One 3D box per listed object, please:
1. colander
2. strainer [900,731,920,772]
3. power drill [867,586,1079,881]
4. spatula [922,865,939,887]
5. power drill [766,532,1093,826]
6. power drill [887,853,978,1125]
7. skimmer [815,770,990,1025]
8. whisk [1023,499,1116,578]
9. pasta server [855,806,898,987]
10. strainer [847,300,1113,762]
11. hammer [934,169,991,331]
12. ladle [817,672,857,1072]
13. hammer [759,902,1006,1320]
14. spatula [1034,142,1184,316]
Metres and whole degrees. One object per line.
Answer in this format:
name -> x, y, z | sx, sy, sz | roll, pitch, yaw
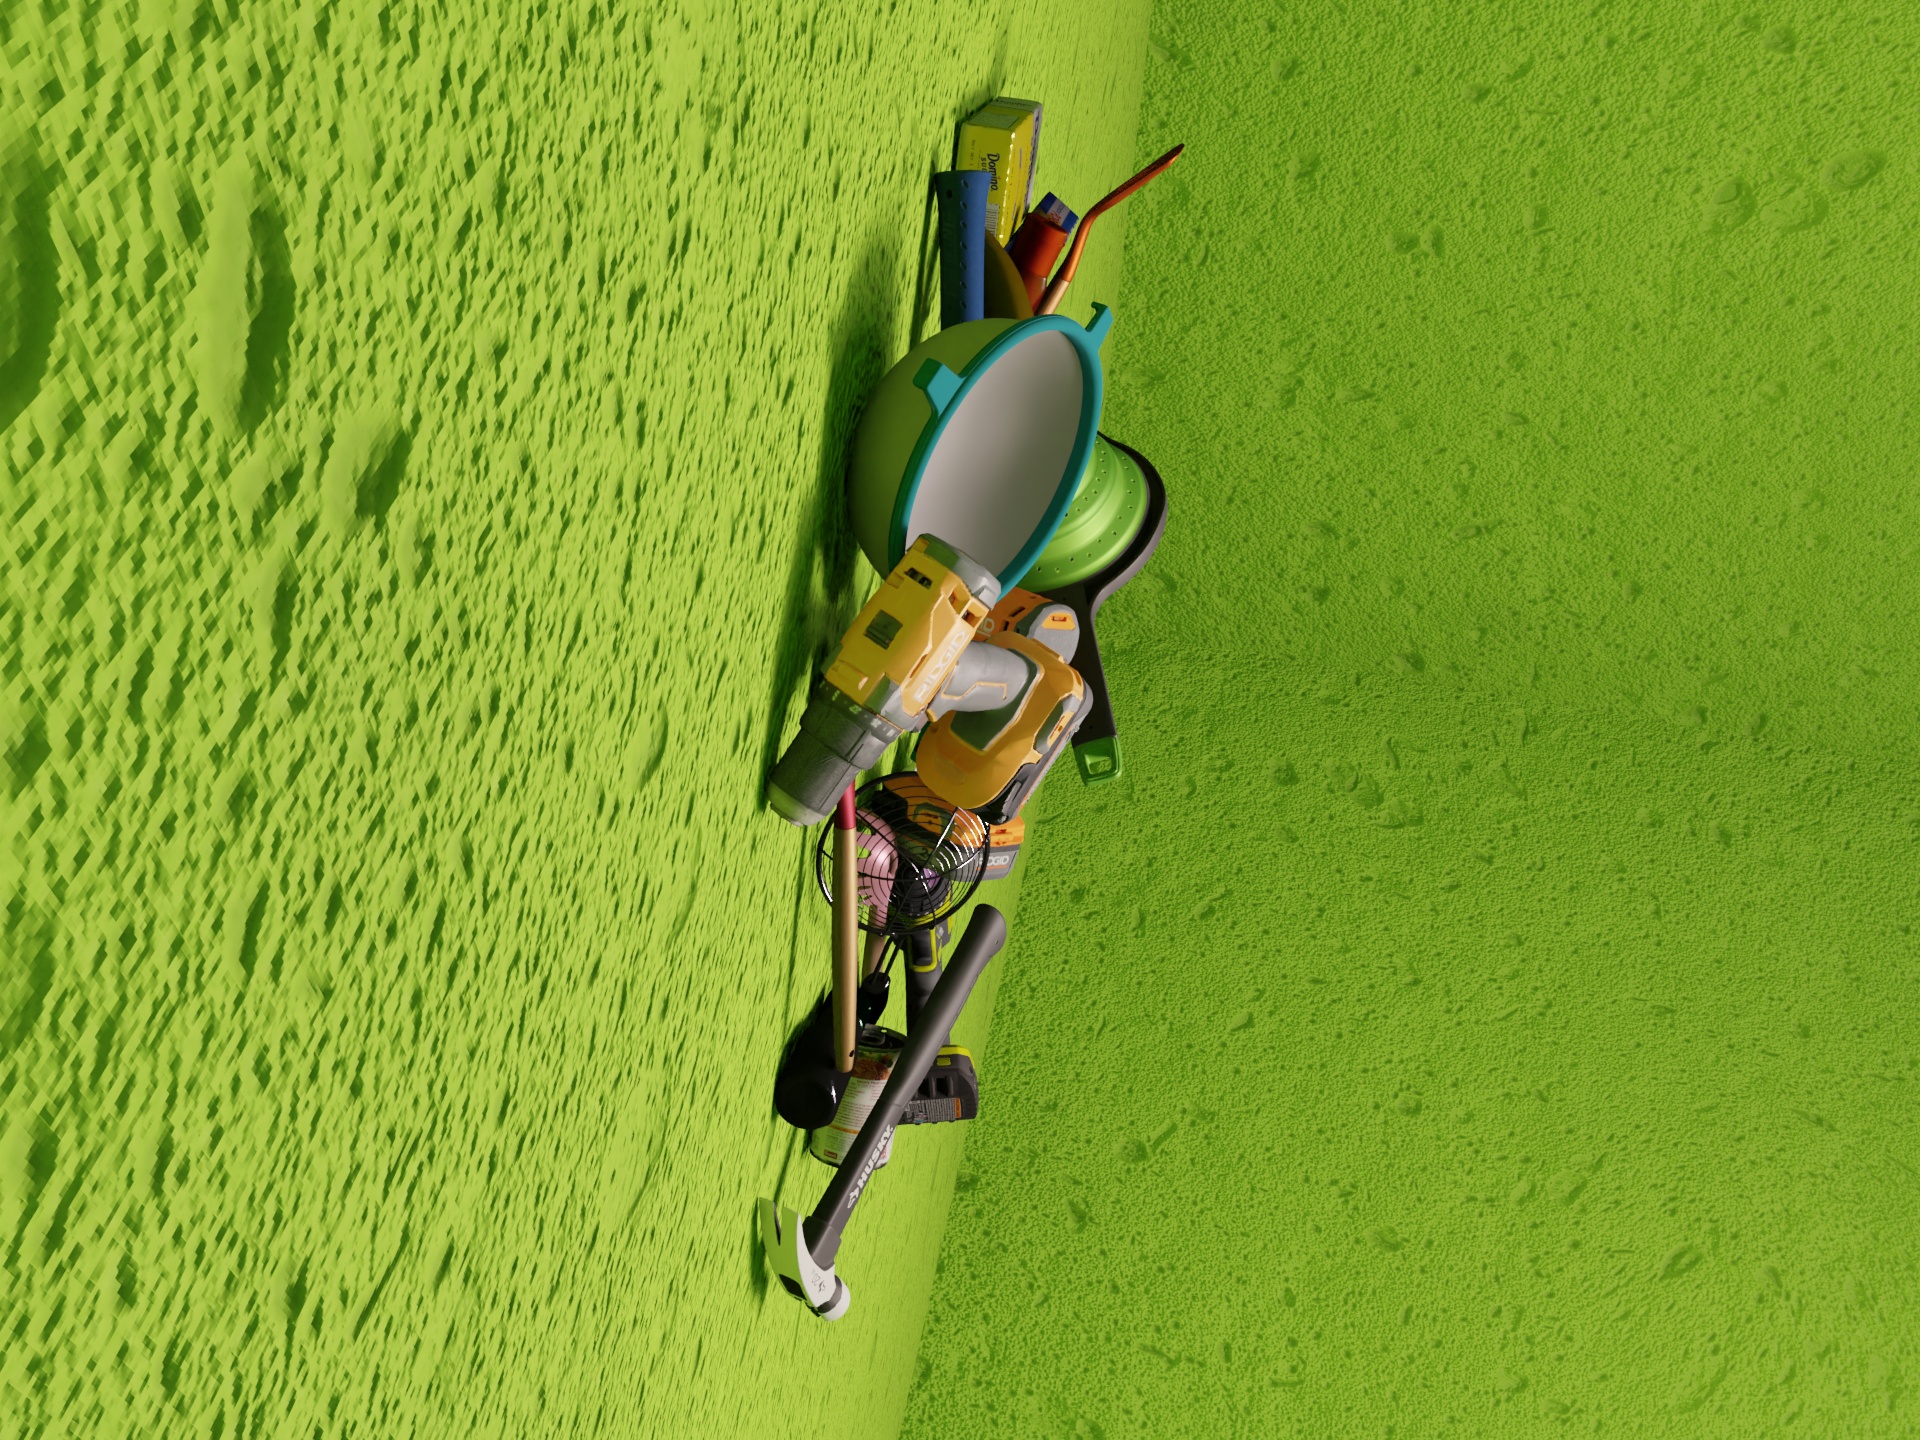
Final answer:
colander -> 0.076, -0.129, 1.304 | 0.094, 0.204, 0.398 | 62, 16, -51
strainer -> -0.034, 0.005, 1.381 | 0.087, 0.050, 0.258 | -44, 143, -46
power drill -> -0.002, -0.004, 1.261 | 0.084, 0.164, 0.226 | 0, 108, -45
spatula -> 0.012, 0.054, 1.460 | 0.316, 0.018, 0.059 | -56, 135, -61
power drill -> -0.018, 0.001, 0.991 | 0.185, 0.084, 0.226 | -55, 152, 0
power drill -> -0.033, 0.228, 1.409 | 0.190, 0.080, 0.229 | 89, -4, -64
skimmer -> -0.062, 0.157, 1.235 | 0.363, 0.127, 0.090 | 111, -31, -60
whisk -> 0.058, -0.121, 1.453 | 0.239, 0.055, 0.055 | -38, -161, 32
pasta server -> -0.078, 0.178, 1.330 | 0.316, 0.040, 0.060 | 98, 6, -52
strainer -> -0.019, -0.121, 1.051 | 0.211, 0.095, 0.340 | -32, 146, -45
hammer -> -0.004, -0.182, 1.147 | 0.035, 0.144, 0.405 | -12, 107, -43
ladle -> -0.076, 0.094, 1.061 | 0.069, 0.031, 0.315 | -22, 120, -51
hammer -> -0.049, 0.283, 1.226 | 0.335, 0.035, 0.146 | -59, 148, -29
spatula -> 0.081, -0.343, 1.326 | 0.322, 0.041, 0.081 | -57, -174, 26
